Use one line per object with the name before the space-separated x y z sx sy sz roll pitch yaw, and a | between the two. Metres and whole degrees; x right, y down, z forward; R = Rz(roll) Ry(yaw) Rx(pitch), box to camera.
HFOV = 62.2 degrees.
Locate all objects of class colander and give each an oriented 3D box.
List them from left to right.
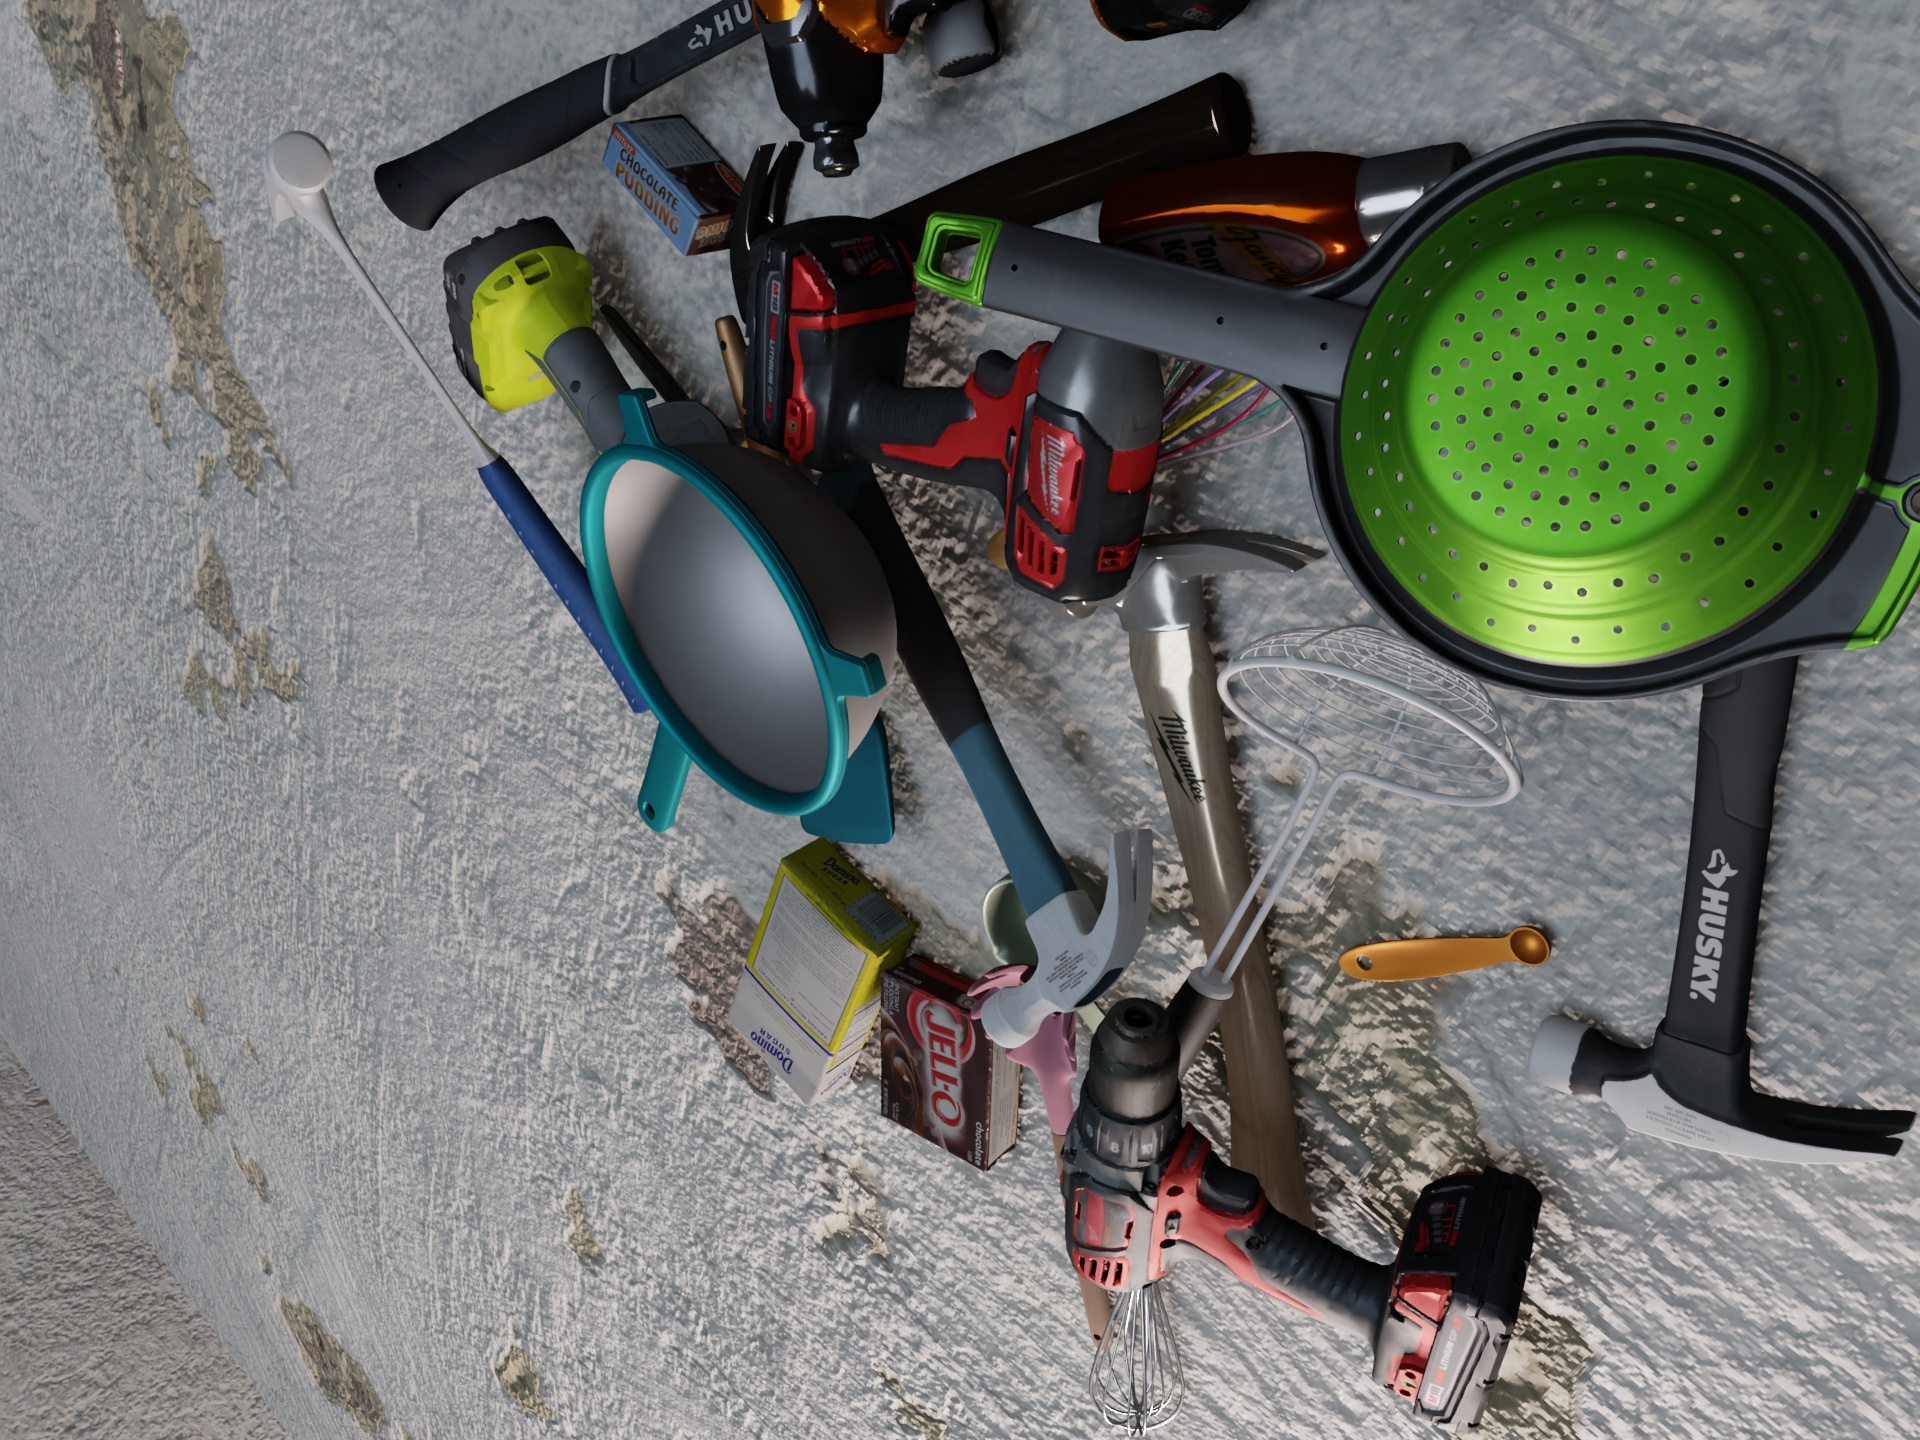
colander | 0.140 -0.133 0.566 0.397 0.094 0.204 21 103 23

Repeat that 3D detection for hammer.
hammer | -0.308 -0.176 1.016 0.405 0.035 0.144 59 164 -23
hammer | -0.170 -0.347 0.836 0.409 0.036 0.149 -11 99 32
hammer | -0.003 -0.252 0.785 0.331 0.031 0.130 -4 106 44
hammer | -0.001 -0.003 0.845 0.128 0.033 0.331 -40 66 33
hammer | 0.145 0.106 0.811 0.146 0.038 0.410 0 109 42
hammer | 0.308 0.024 0.619 0.146 0.035 0.334 15 119 39

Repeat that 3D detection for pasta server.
pasta server | 0.061 0.264 0.934 0.060 0.040 0.316 8 123 31

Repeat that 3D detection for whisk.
whisk | 0.083 -0.126 0.749 0.051 0.047 0.245 25 149 -24
whisk | 0.109 0.327 0.948 0.059 0.058 0.246 2 112 6

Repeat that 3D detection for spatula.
spatula | -0.097 -0.078 0.935 0.082 0.044 0.317 3 117 43

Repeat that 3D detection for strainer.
strainer | -0.120 -0.032 0.888 0.211 0.095 0.340 50 149 11

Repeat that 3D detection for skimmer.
skimmer | 0.131 0.100 0.731 0.127 0.090 0.363 24 128 5

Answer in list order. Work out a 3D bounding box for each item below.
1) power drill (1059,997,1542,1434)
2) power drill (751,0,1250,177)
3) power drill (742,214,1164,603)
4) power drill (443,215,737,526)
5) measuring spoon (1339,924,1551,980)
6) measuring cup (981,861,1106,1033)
power drill | 0.156 0.233 0.773 0.227 0.080 0.187 16 130 20
power drill | 0.006 -0.326 0.674 0.226 0.084 0.164 4 105 31
power drill | -0.001 -0.157 0.742 0.220 0.078 0.143 30 128 32
power drill | -0.220 -0.174 0.978 0.229 0.080 0.190 52 155 14
measuring spoon | 0.228 0.110 0.754 0.117 0.011 0.021 -18 96 50
measuring cup | 0.080 0.149 0.896 0.167 0.038 0.083 53 140 -2
